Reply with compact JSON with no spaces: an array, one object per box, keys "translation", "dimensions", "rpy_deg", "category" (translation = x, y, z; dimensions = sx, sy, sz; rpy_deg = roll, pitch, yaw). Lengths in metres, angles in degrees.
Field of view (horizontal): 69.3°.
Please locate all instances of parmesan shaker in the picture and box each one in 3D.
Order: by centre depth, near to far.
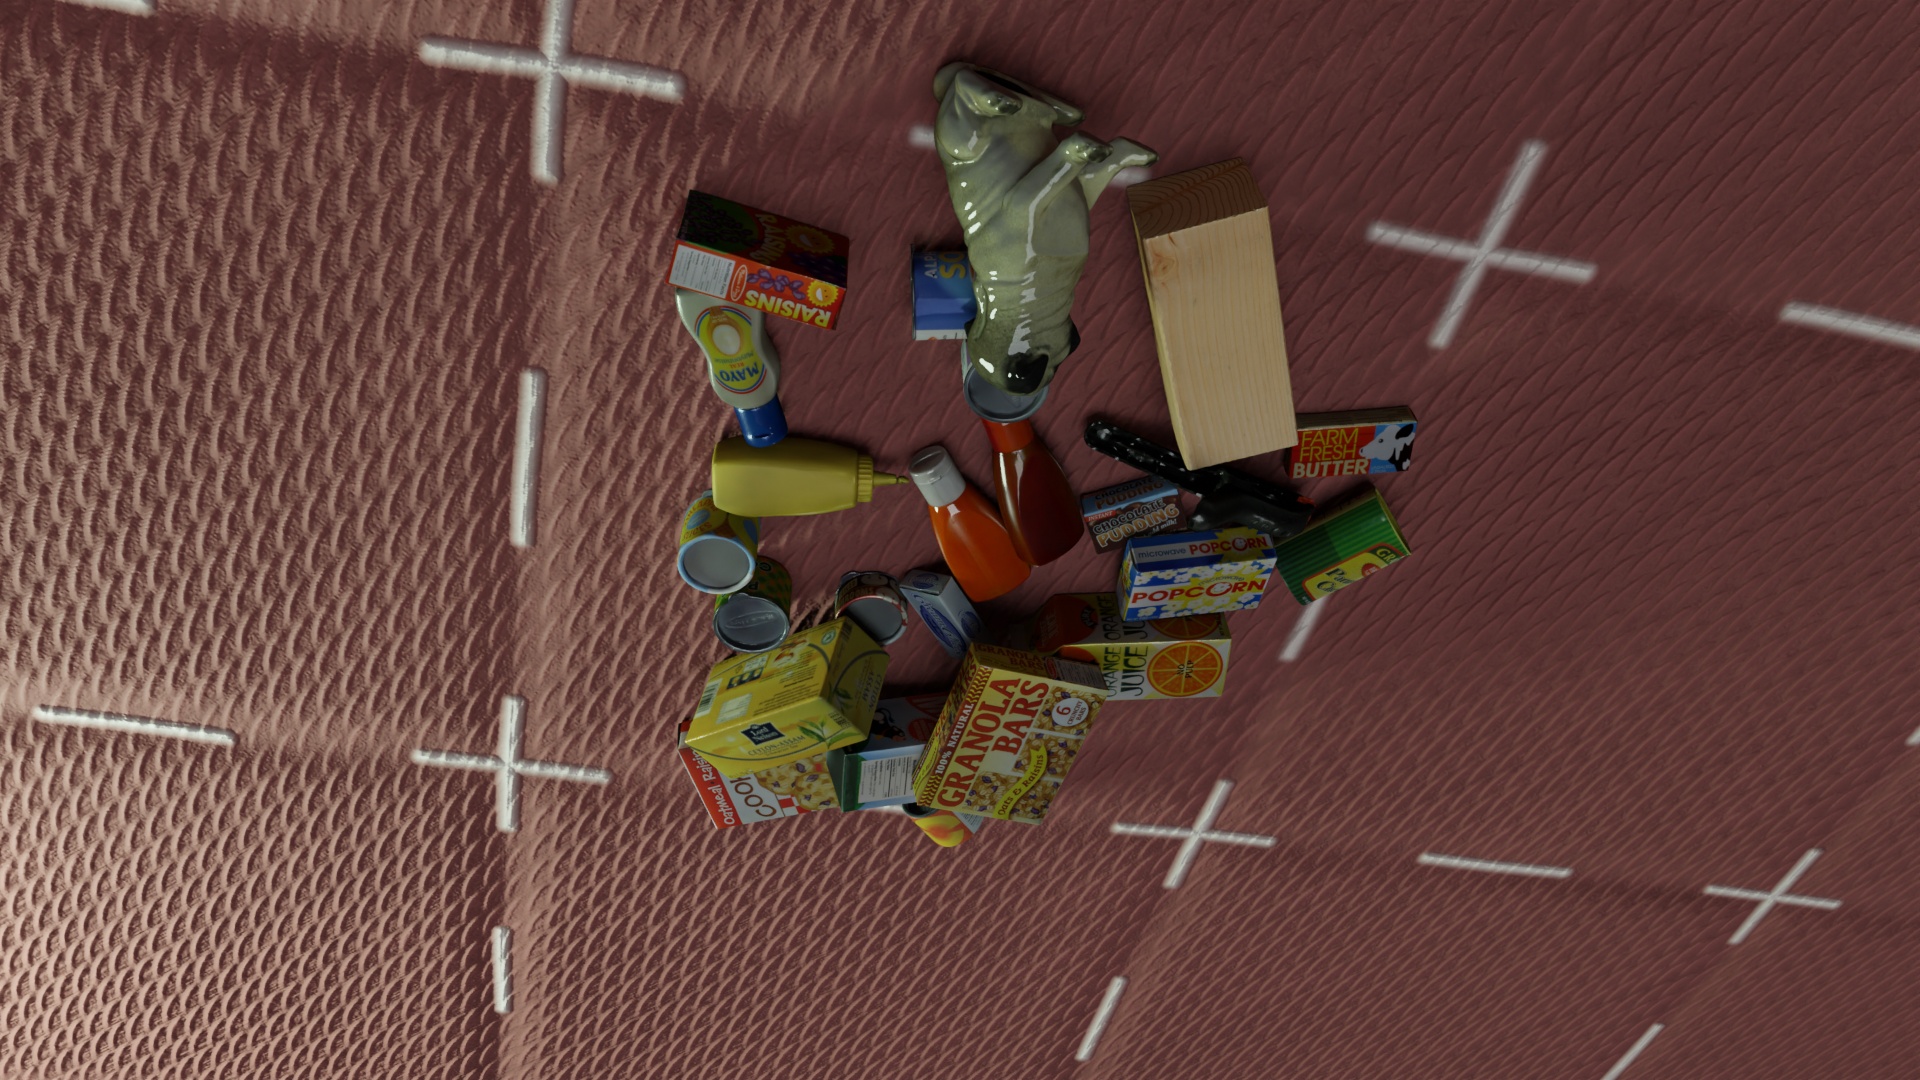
[{"translation":[0.330,0.007,1.211],"dimensions":[0.103,0.072,0.071],"rpy_deg":[-29,124,19],"category":"parmesan shaker"}]

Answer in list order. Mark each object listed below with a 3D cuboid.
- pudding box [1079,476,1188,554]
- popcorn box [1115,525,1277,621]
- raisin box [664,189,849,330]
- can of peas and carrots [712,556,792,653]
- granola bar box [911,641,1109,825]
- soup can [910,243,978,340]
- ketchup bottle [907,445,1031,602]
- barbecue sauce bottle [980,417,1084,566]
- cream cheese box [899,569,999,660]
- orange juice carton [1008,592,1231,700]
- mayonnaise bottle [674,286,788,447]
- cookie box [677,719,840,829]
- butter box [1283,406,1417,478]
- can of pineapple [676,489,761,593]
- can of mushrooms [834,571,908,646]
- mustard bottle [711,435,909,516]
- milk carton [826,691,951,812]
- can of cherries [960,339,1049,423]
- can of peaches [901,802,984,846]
[{"translation":[0.150,-0.024,1.197],"dimensions":[0.084,0.030,0.049],"rpy_deg":[-15,127,8],"category":"pudding box"},{"translation":[0.204,0.029,1.215],"dimensions":[0.127,0.038,0.084],"rpy_deg":[-6,146,-7],"category":"popcorn box"},{"translation":[-0.144,-0.202,1.002],"dimensions":[0.123,0.086,0.039],"rpy_deg":[14,124,-14],"category":"raisin box"},{"translation":[-0.183,0.054,1.220],"dimensions":[0.071,0.059,0.070],"rpy_deg":[-2,128,-2],"category":"can of peas and carrots"},{"translation":[0.042,0.173,1.233],"dimensions":[0.124,0.039,0.164],"rpy_deg":[13,120,-18],"category":"granola bar box"},{"translation":[0.005,-0.186,1.038],"dimensions":[0.084,0.072,0.071],"rpy_deg":[-2,128,-3],"category":"soup can"},{"translation":[0.004,-0.015,1.186],"dimensions":[0.064,0.044,0.148],"rpy_deg":[-27,125,7],"category":"ketchup bottle"},{"translation":[0.055,-0.053,1.154],"dimensions":[0.065,0.044,0.148],"rpy_deg":[-37,124,-22],"category":"barbecue sauce bottle"},{"translation":[-0.009,0.070,1.248],"dimensions":[0.053,0.024,0.103],"rpy_deg":[10,144,44],"category":"cream cheese box"},{"translation":[0.142,0.096,1.265],"dimensions":[0.193,0.072,0.072],"rpy_deg":[-2,128,-3],"category":"orange juice carton"},{"translation":[-0.170,-0.141,1.077],"dimensions":[0.065,0.041,0.147],"rpy_deg":[-11,128,5],"category":"mayonnaise bottle"},{"translation":[-0.178,0.216,1.360],"dimensions":[0.167,0.040,0.122],"rpy_deg":[-12,128,4],"category":"cookie box"},{"translation":[0.326,-0.082,1.166],"dimensions":[0.103,0.024,0.052],"rpy_deg":[-4,128,-1],"category":"butter box"},{"translation":[-0.205,0.002,1.177],"dimensions":[0.071,0.058,0.070],"rpy_deg":[-2,128,-2],"category":"can of pineapple"},{"translation":[-0.082,0.062,1.248],"dimensions":[0.071,0.034,0.070],"rpy_deg":[-2,129,-2],"category":"can of mushrooms"},{"translation":[-0.123,-0.052,1.146],"dimensions":[0.160,0.049,0.065],"rpy_deg":[2,130,-6],"category":"mustard bottle"},{"translation":[-0.026,0.193,1.306],"dimensions":[0.191,0.072,0.073],"rpy_deg":[-5,123,-17],"category":"milk carton"},{"translation":[0.037,-0.135,1.084],"dimensions":[0.071,0.059,0.071],"rpy_deg":[-1,127,-2],"category":"can of cherries"},{"translation":[-0.019,0.265,1.393],"dimensions":[0.071,0.071,0.058],"rpy_deg":[-28,125,17],"category":"can of peaches"}]
